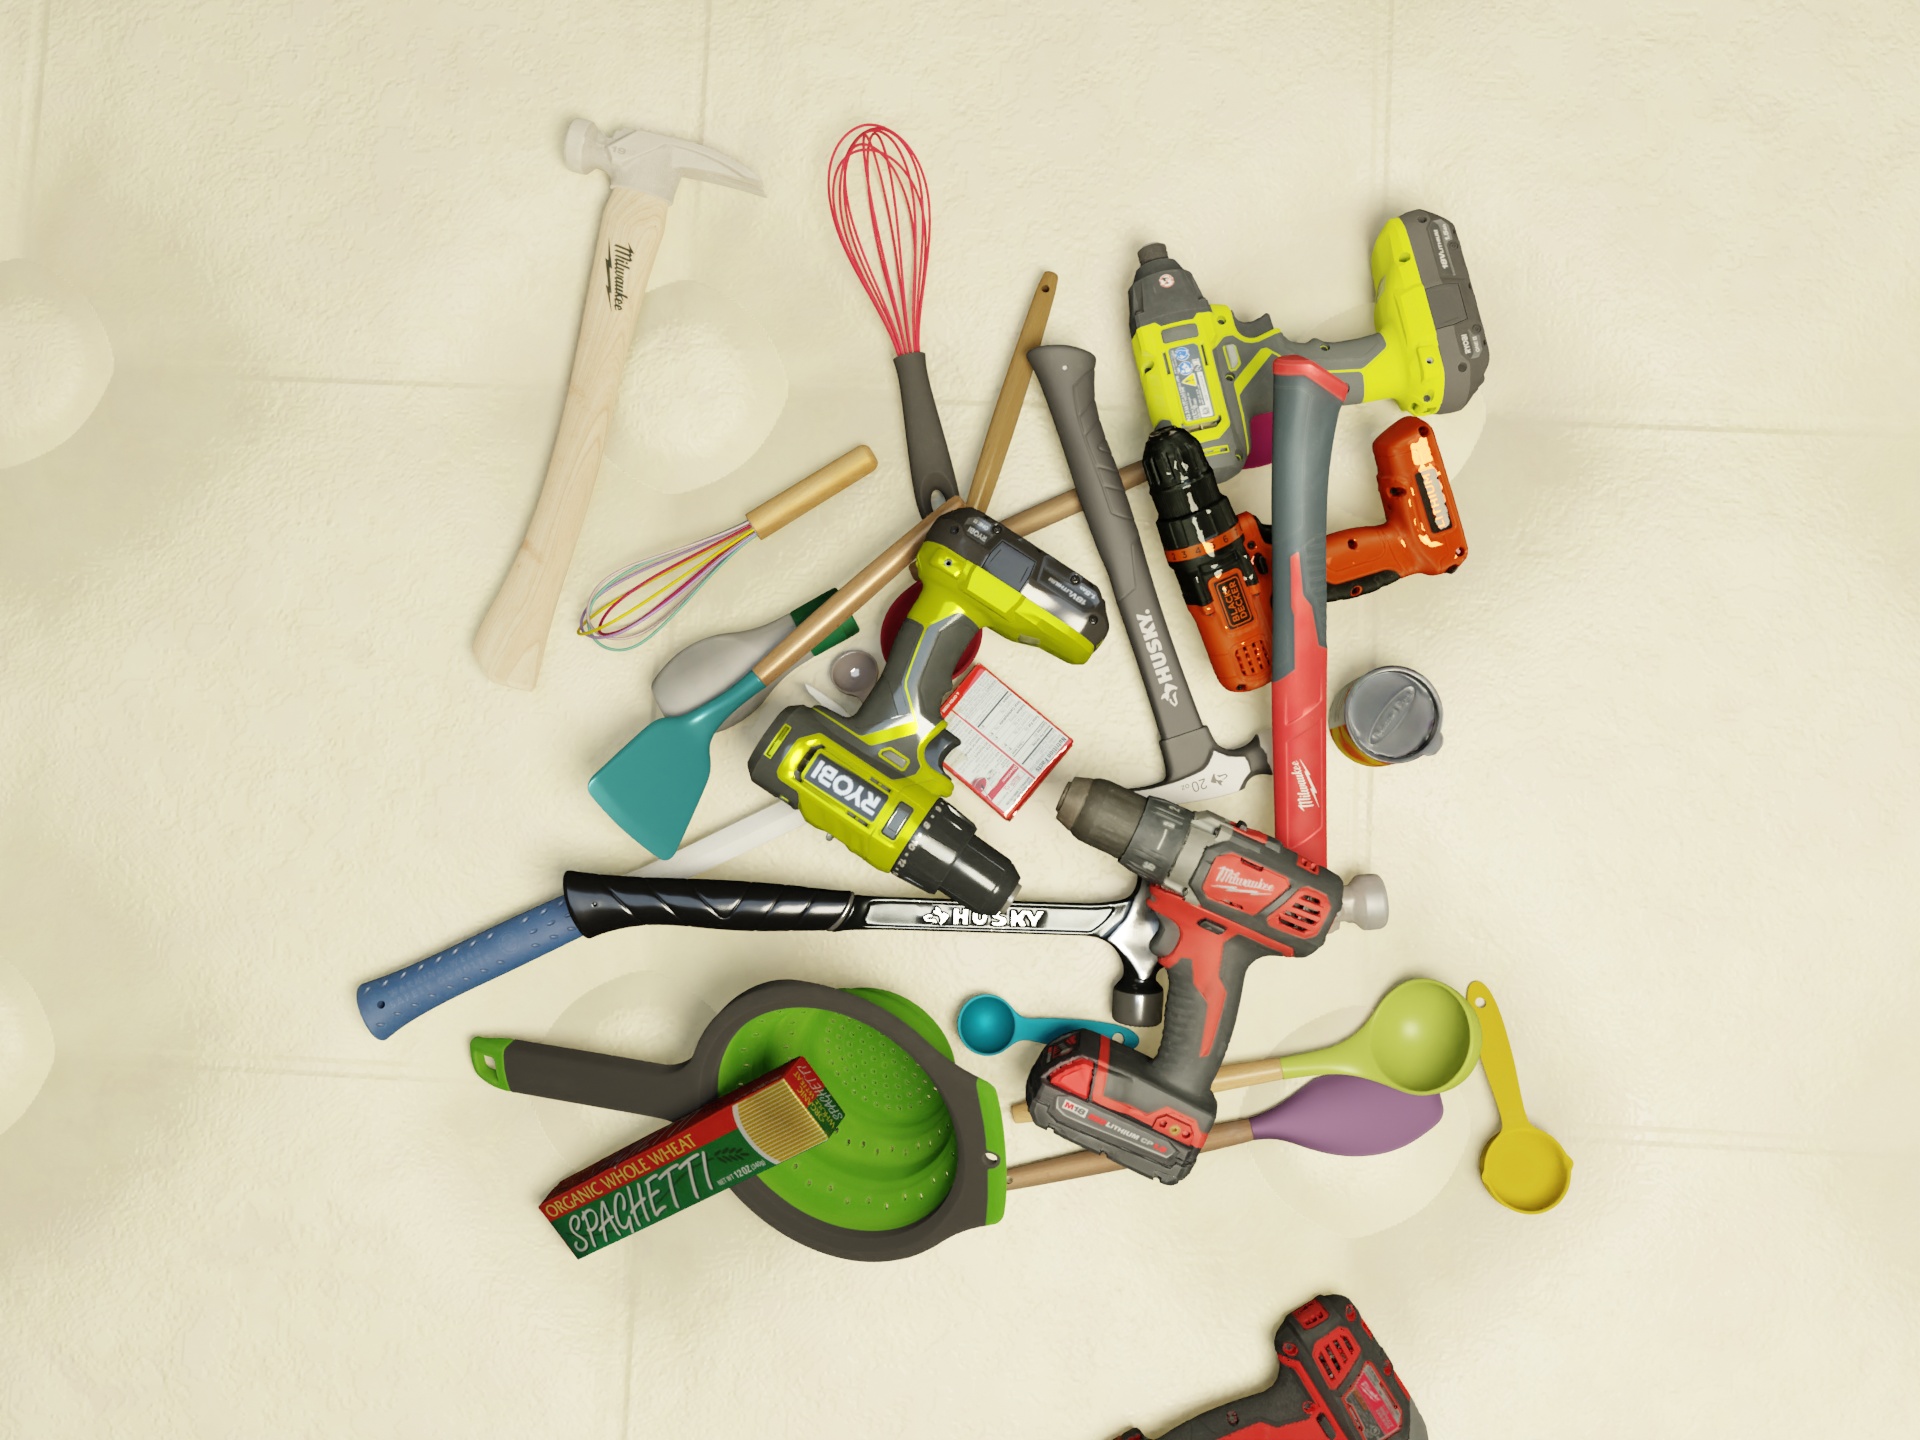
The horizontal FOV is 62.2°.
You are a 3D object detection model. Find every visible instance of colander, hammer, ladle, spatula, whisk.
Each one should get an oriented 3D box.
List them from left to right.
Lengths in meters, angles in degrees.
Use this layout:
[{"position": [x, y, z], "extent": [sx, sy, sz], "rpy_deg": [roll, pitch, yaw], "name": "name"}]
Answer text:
[{"position": [-0.258, -0.220, 1.139], "extent": [0.146, 0.038, 0.411], "rpy_deg": [14, 87, 2], "name": "hammer"}, {"position": [-0.232, 0.112, 1.112], "extent": [0.405, 0.035, 0.144], "rpy_deg": [-25, 86, 0], "name": "hammer"}, {"position": [-0.164, -0.123, 1.125], "extent": [0.245, 0.047, 0.051], "rpy_deg": [-32, 84, -4], "name": "whisk"}, {"position": [-0.144, 0.238, 1.077], "extent": [0.397, 0.094, 0.204], "rpy_deg": [5, 112, 20], "name": "colander"}, {"position": [-0.113, -0.041, 1.075], "extent": [0.317, 0.044, 0.082], "rpy_deg": [-42, 119, -2], "name": "spatula"}, {"position": [-0.060, 0.125, 1.072], "extent": [0.409, 0.036, 0.149], "rpy_deg": [3, 93, -5], "name": "hammer"}, {"position": [-0.039, -0.277, 1.126], "extent": [0.073, 0.073, 0.296], "rpy_deg": [-11, 92, 1], "name": "whisk"}, {"position": [0.016, -0.170, 1.113], "extent": [0.069, 0.031, 0.315], "rpy_deg": [18, 82, 3], "name": "ladle"}, {"position": [0.111, -0.101, 1.103], "extent": [0.146, 0.035, 0.335], "rpy_deg": [-19, 90, 0], "name": "hammer"}, {"position": [0.175, 0.288, 1.093], "extent": [0.316, 0.018, 0.060], "rpy_deg": [-11, 76, 1], "name": "spatula"}, {"position": [0.191, 0.237, 1.079], "extent": [0.320, 0.062, 0.078], "rpy_deg": [-11, 59, 4], "name": "ladle"}, {"position": [0.202, -0.036, 1.019], "extent": [0.143, 0.038, 0.386], "rpy_deg": [-5, 109, -1], "name": "hammer"}]

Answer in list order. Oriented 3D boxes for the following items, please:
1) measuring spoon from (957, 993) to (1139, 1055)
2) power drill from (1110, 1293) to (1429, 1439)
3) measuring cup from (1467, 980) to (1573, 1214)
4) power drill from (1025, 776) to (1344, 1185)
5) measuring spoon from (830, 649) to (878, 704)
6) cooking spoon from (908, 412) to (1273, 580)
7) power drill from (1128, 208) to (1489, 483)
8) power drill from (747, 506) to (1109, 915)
[{"position": [0.060, 0.217, 1.107], "extent": [0.128, 0.021, 0.042], "rpy_deg": [7, 74, -6], "name": "measuring spoon"}, {"position": [0.201, 0.497, 1.050], "extent": [0.219, 0.078, 0.143], "rpy_deg": [-32, 86, -3], "name": "power drill"}, {"position": [0.372, 0.257, 1.090], "extent": [0.062, 0.029, 0.157], "rpy_deg": [-11, 74, 1], "name": "measuring cup"}, {"position": [0.117, 0.159, 1.021], "extent": [0.188, 0.080, 0.226], "rpy_deg": [25, 99, 3], "name": "power drill"}, {"position": [-0.051, 0.003, 1.107], "extent": [0.034, 0.018, 0.124], "rpy_deg": [-31, 67, -6], "name": "measuring spoon"}, {"position": [0.110, -0.169, 1.130], "extent": [0.319, 0.017, 0.069], "rpy_deg": [-24, 83, 0], "name": "cooking spoon"}, {"position": [0.232, -0.266, 1.095], "extent": [0.223, 0.080, 0.171], "rpy_deg": [-12, 82, 1], "name": "power drill"}, {"position": [-0.002, -0.003, 1.036], "extent": [0.190, 0.080, 0.228], "rpy_deg": [33, 84, 3], "name": "power drill"}]
